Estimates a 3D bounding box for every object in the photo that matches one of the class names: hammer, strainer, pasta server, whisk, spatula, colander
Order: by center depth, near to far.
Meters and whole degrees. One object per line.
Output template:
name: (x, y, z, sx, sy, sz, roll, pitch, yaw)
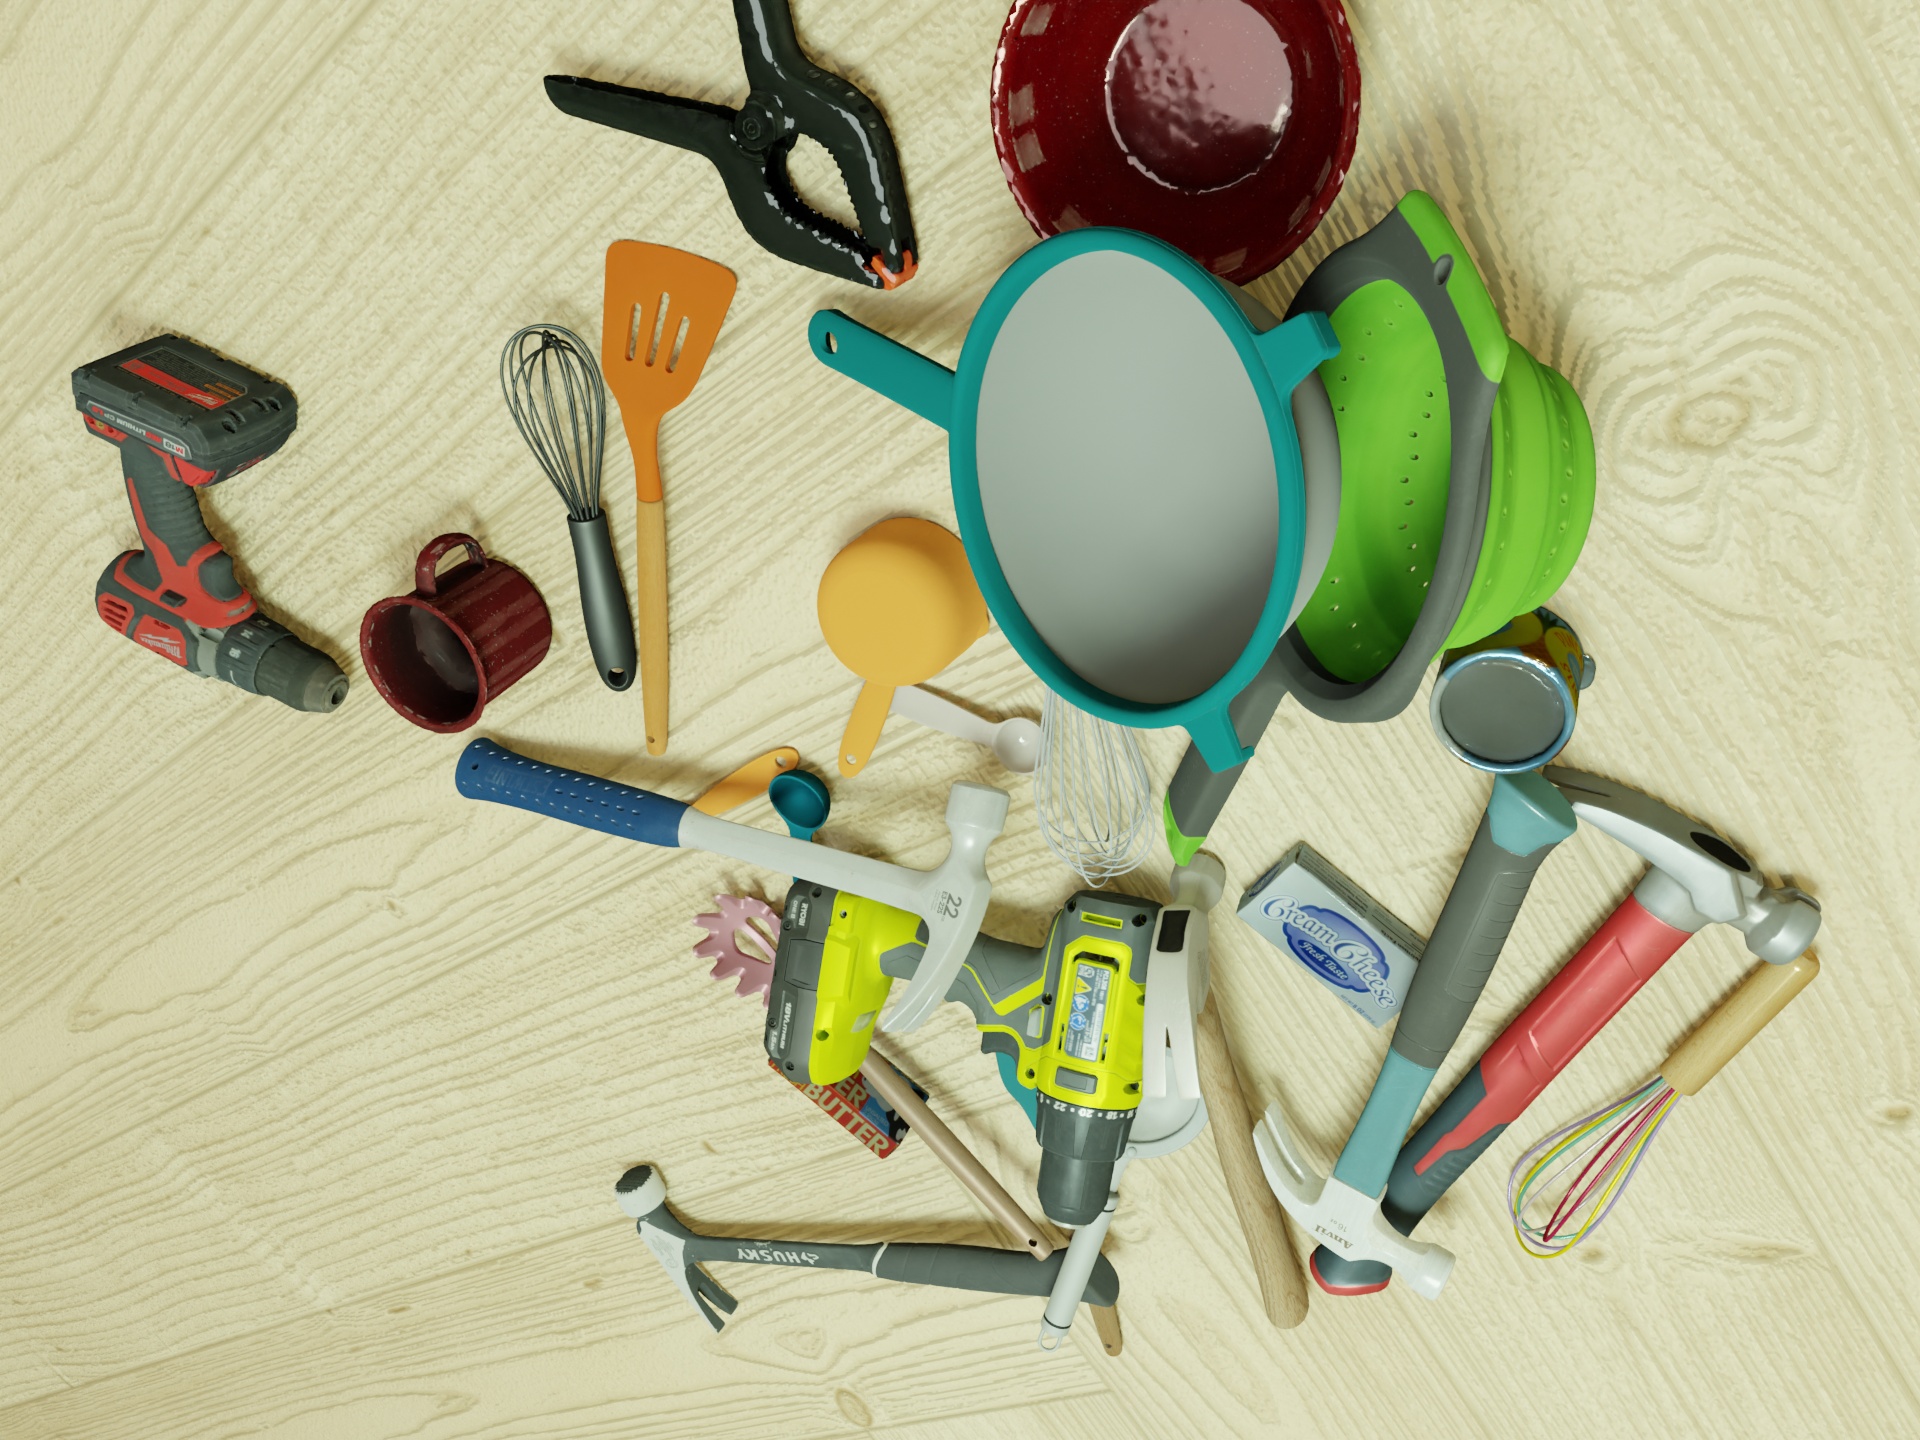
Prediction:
strainer: (0.055, -0.137, 0.737, 0.341, 0.095, 0.210, 37, 132, 42)
colander: (0.189, -0.051, 0.749, 0.094, 0.205, 0.396, 0, 142, -13)
whisk: (0.059, -0.042, 0.840, 0.070, 0.070, 0.284, 0, 113, 25)
hammer: (0.247, 0.166, 0.841, 0.128, 0.033, 0.330, 25, 125, 21)
whisk: (0.370, 0.208, 0.845, 0.051, 0.047, 0.244, 32, 123, 7)
hammer: (0.284, 0.195, 0.880, 0.143, 0.038, 0.386, 31, 126, 8)
spatula: (-0.176, -0.114, 0.933, 0.081, 0.041, 0.322, 18, 128, 15)
hammer: (0.161, 0.245, 0.934, 0.031, 0.130, 0.331, -4, 124, 25)
whisk: (-0.224, -0.119, 0.937, 0.055, 0.055, 0.238, 9, 125, 21)
hammer: (-0.160, 0.073, 0.969, 0.406, 0.035, 0.144, 11, 85, 31)
strainer: (0.090, 0.289, 0.991, 0.087, 0.050, 0.258, 17, 106, -3)
pasta server: (-0.054, 0.233, 1.037, 0.060, 0.040, 0.316, -45, 85, 8)
spatula: (0.078, 0.305, 1.052, 0.082, 0.044, 0.317, 0, 122, 24)
hammer: (-0.071, 0.392, 1.146, 0.409, 0.036, 0.149, -8, 115, 33)

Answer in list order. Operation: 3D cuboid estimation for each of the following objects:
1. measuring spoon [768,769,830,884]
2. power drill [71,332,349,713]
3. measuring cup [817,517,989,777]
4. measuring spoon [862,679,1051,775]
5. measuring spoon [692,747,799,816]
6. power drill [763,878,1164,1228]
measuring spoon: (-0.095, 0.079, 1.011, 0.042, 0.021, 0.128, 18, 133, 22)
power drill: (-0.486, -0.117, 1.045, 0.188, 0.080, 0.226, 25, 128, 10)
measuring cup: (-0.049, -0.028, 0.892, 0.095, 0.052, 0.173, 28, 120, 11)
measuring spoon: (-0.001, -0.003, 0.920, 0.124, 0.018, 0.034, 22, 114, 21)
measuring spoon: (-0.143, 0.043, 1.015, 0.117, 0.011, 0.021, -30, 102, 31)
power drill: (0.004, 0.183, 0.946, 0.228, 0.080, 0.190, 10, 92, 22)
